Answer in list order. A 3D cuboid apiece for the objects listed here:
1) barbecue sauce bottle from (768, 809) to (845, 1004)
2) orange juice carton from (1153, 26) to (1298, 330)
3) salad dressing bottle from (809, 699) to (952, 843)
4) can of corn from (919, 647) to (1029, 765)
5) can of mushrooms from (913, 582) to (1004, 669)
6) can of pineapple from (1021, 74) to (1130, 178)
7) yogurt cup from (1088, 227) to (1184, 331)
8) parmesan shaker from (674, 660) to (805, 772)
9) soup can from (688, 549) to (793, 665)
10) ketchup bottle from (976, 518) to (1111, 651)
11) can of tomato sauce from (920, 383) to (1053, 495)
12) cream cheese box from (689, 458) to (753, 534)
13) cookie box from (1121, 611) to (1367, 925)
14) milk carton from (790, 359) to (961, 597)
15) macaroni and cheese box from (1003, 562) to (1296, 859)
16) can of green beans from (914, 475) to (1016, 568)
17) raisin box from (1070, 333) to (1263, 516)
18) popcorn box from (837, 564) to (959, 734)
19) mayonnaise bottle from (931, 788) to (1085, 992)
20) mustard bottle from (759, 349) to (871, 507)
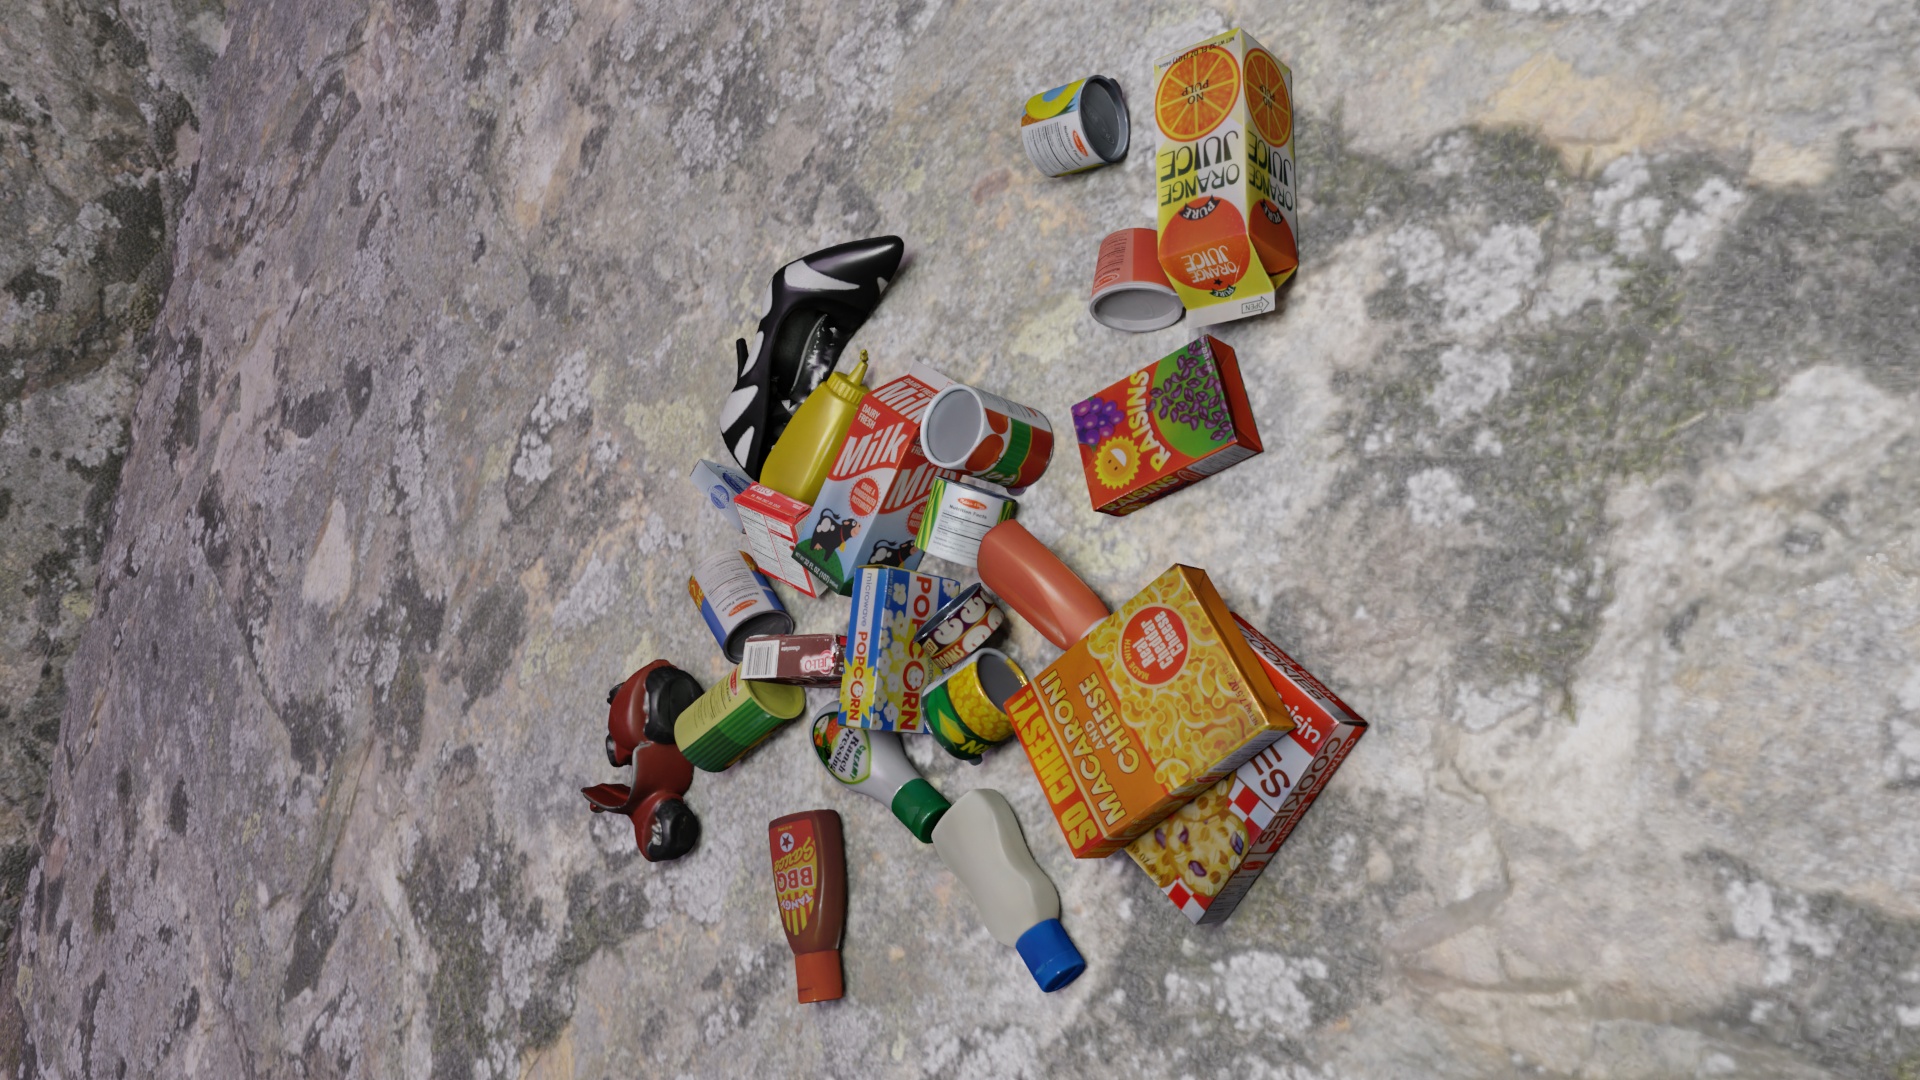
[{"bbox_3d":[-0.121,0.297,1.130,0.064,0.044,0.149,-22,67,35],"label":"barbecue sauce bottle"},{"bbox_3d":[0.183,-0.243,0.961,0.071,0.073,0.193,-9,75,40],"label":"orange juice carton"},{"bbox_3d":[-0.062,0.183,1.104,0.148,0.044,0.064,36,106,40],"label":"salad dressing bottle"},{"bbox_3d":[0.015,0.124,1.035,0.058,0.071,0.071,-38,58,29],"label":"can of corn"},{"bbox_3d":[-0.002,0.066,1.050,0.071,0.071,0.033,-36,97,30],"label":"can of mushrooms"},{"bbox_3d":[0.089,-0.318,1.067,0.058,0.071,0.071,-4,78,41],"label":"can of pineapple"},{"bbox_3d":[0.128,-0.190,1.007,0.072,0.072,0.054,-13,65,39],"label":"yogurt cup"},{"bbox_3d":[-0.193,0.149,1.213,0.102,0.071,0.071,-39,58,30],"label":"parmesan shaker"},{"bbox_3d":[-0.196,0.060,1.235,0.071,0.071,0.084,-53,51,20],"label":"soup can"},{"bbox_3d":[0.073,0.048,1.007,0.149,0.044,0.064,42,152,34],"label":"ketchup bottle"},{"bbox_3d":[0.019,-0.077,1.062,0.071,0.083,0.071,-11,74,40],"label":"can of tomato sauce"},{"bbox_3d":[-0.199,-0.036,1.265,0.104,0.053,0.024,41,106,39],"label":"cream cheese box"},{"bbox_3d":[0.168,0.146,0.913,0.123,0.040,0.167,44,111,38],"label":"cookie box"},{"bbox_3d":[-0.056,-0.049,1.129,0.072,0.073,0.190,34,103,40],"label":"milk carton"},{"bbox_3d":[0.118,0.114,0.908,0.166,0.040,0.124,-42,57,27],"label":"macaroni and cheese box"},{"bbox_3d":[0.003,-0.013,1.074,0.071,0.071,0.057,21,96,42],"label":"can of green beans"},{"bbox_3d":[0.143,-0.079,0.984,0.123,0.040,0.086,-26,65,35],"label":"raisin box"},{"bbox_3d":[-0.047,0.087,1.084,0.038,0.085,0.127,0,81,40],"label":"popcorn box"},{"bbox_3d":[0.037,0.254,1.005,0.064,0.041,0.148,-51,54,23],"label":"mayonnaise bottle"},{"bbox_3d":[-0.116,-0.095,1.208,0.065,0.049,0.159,42,108,33],"label":"mustard bottle"}]
